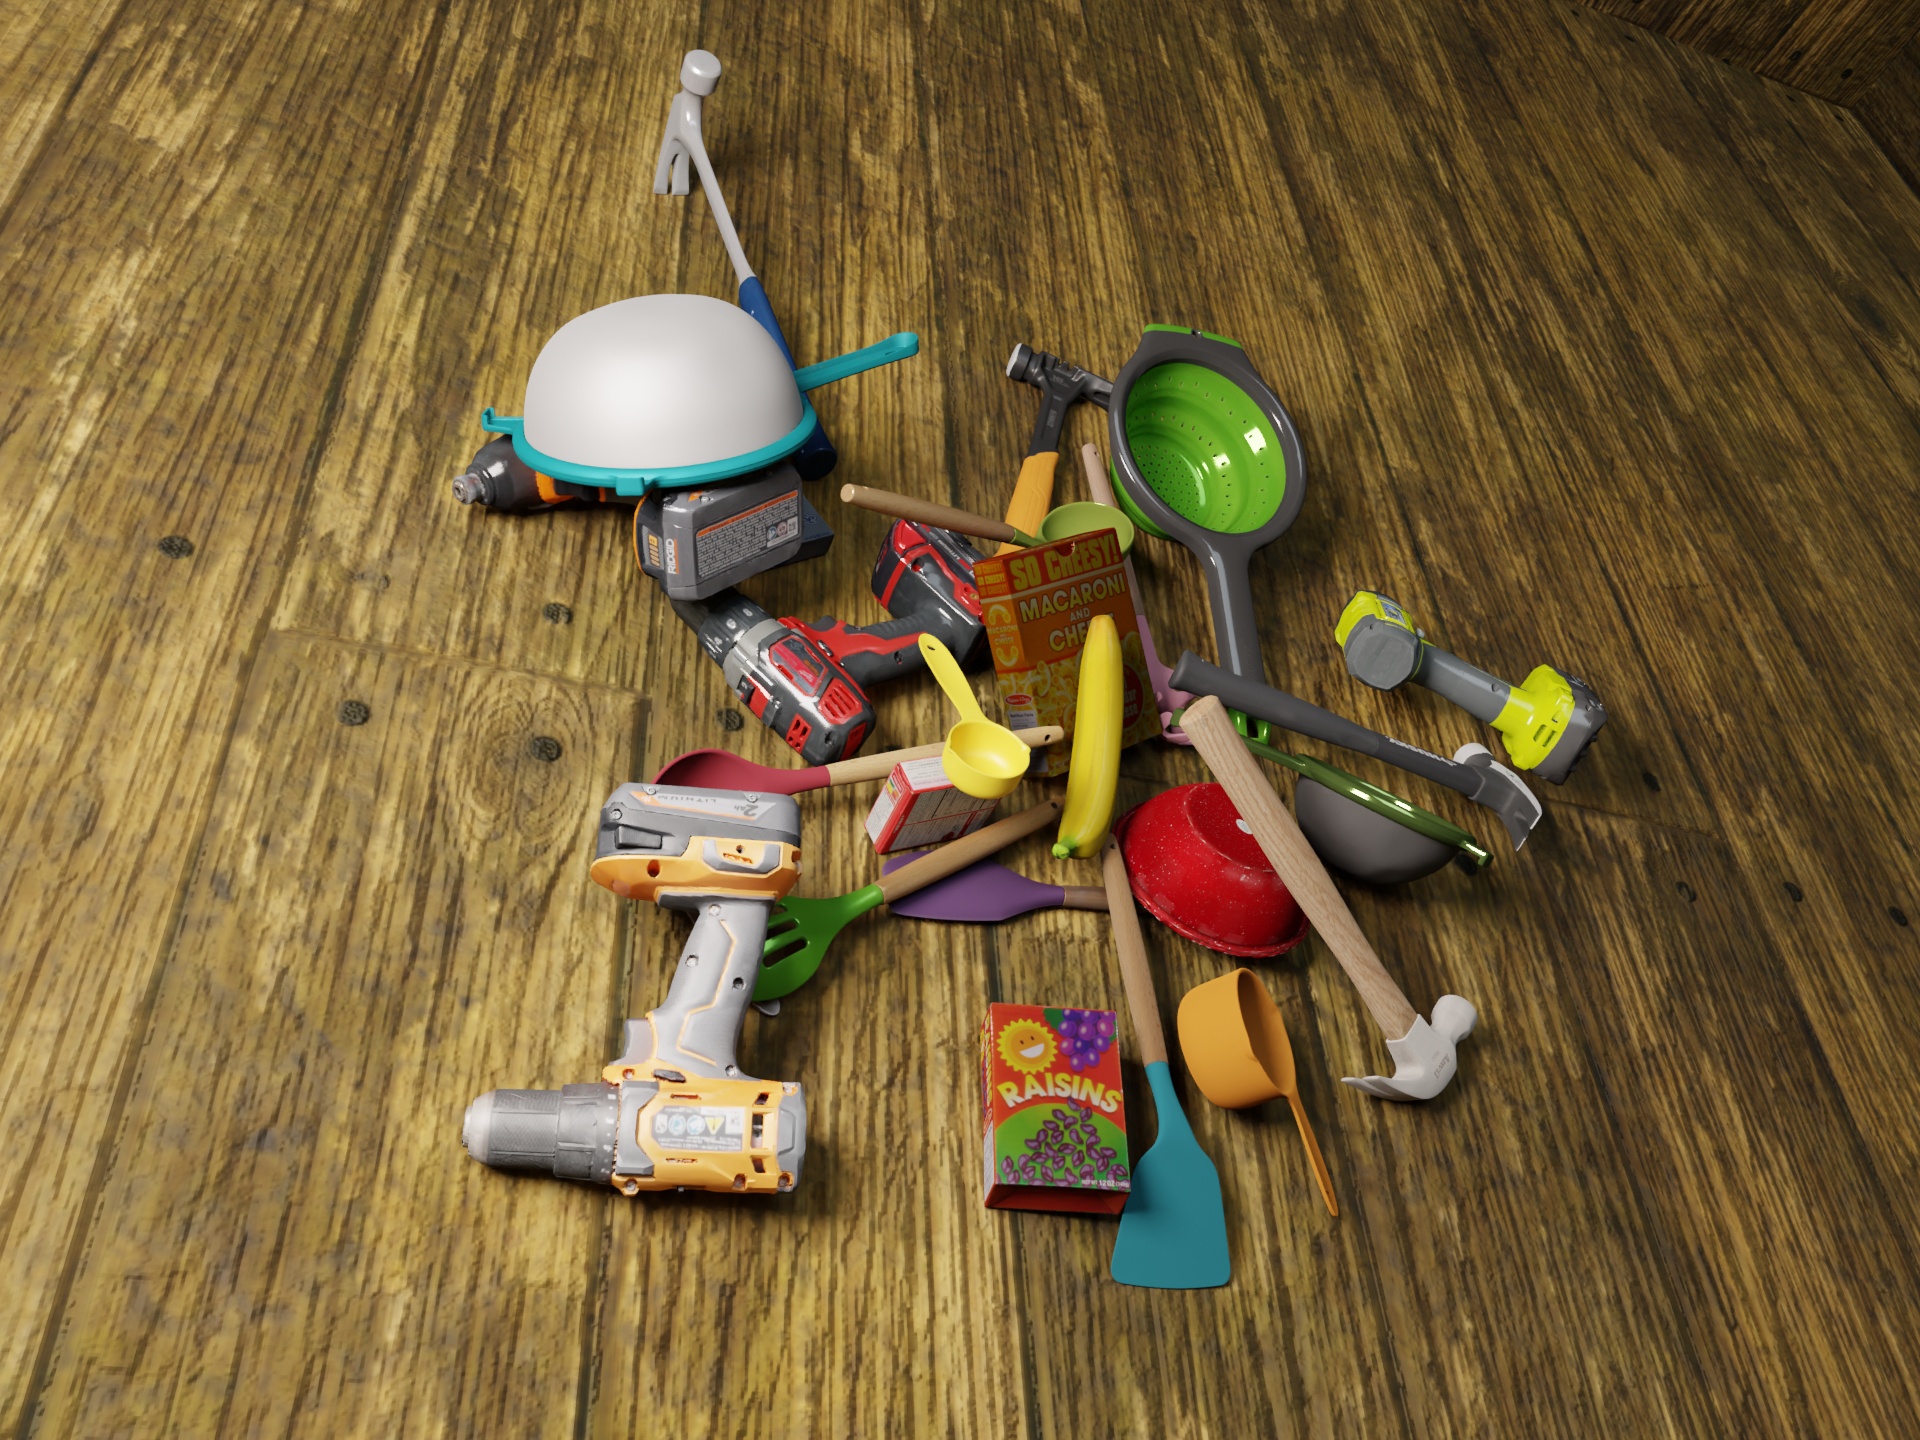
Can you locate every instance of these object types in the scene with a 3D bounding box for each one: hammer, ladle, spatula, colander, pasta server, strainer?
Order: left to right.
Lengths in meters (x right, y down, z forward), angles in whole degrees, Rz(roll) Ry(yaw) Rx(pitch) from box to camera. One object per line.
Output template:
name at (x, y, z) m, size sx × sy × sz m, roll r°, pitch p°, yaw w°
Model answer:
strainer at (-0.161, -0.265, 1.136) m, size 0.340 × 0.095 × 0.211 m, roll -27°, pitch 39°, yaw -35°
hammer at (-0.188, -0.381, 1.380) m, size 0.035 × 0.144 × 0.406 m, roll -9°, pitch 65°, yaw -30°
ladle at (-0.067, 0.033, 1.092) m, size 0.315 × 0.069 × 0.031 m, roll -10°, pitch 21°, yaw -25°
ladle at (0.026, -0.157, 1.214) m, size 0.078 × 0.062 × 0.320 m, roll 40°, pitch 21°, yaw 33°
hammer at (0.075, -0.214, 1.410) m, size 0.127 × 0.034 × 0.337 m, roll 22°, pitch 46°, yaw -6°
spatula at (0.094, 0.125, 1.138) m, size 0.315 × 0.018 × 0.060 m, roll 7°, pitch 46°, yaw -21°
pasta server at (0.147, -0.111, 1.332) m, size 0.060 × 0.040 × 0.317 m, roll 14°, pitch 52°, yaw -38°
spatula at (0.119, 0.212, 1.059) m, size 0.082 × 0.044 × 0.318 m, roll 8°, pitch 49°, yaw -19°
colander at (0.208, -0.152, 1.399) m, size 0.204 × 0.094 × 0.397 m, roll 4°, pitch 68°, yaw -25°
strainer at (0.267, 0.067, 1.220) m, size 0.256 × 0.069 × 0.151 m, roll 23°, pitch 7°, yaw -9°
hammer at (0.251, 0.127, 1.116) m, size 0.130 × 0.031 × 0.331 m, roll -42°, pitch 103°, yaw -41°
hammer at (0.317, 0.015, 1.280) m, size 0.334 × 0.035 × 0.146 m, roll 20°, pitch 21°, yaw -16°

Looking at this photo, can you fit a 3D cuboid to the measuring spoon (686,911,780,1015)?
measuring spoon at (-0.156, 0.139, 1.006) m, size 0.034 × 0.018 × 0.124 m, roll -31°, pitch 77°, yaw -40°

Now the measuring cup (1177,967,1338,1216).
measuring cup at (0.197, 0.254, 1.059) m, size 0.173 × 0.052 × 0.095 m, roll 68°, pitch 22°, yaw 2°

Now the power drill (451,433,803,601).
power drill at (-0.242, -0.163, 1.135) m, size 0.227 × 0.084 × 0.164 m, roll 26°, pitch 40°, yaw 32°

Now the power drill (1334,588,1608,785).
power drill at (0.438, -0.041, 1.399) m, size 0.223 × 0.080 × 0.171 m, roll 27°, pitch 21°, yaw -1°

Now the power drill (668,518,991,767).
power drill at (-0.090, -0.079, 1.184) m, size 0.188 × 0.080 × 0.227 m, roll 44°, pitch 50°, yaw 14°

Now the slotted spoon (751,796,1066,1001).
slotted spoon at (-0.038, 0.105, 1.066) m, size 0.313 × 0.031 × 0.070 m, roll -22°, pitch 68°, yaw -39°

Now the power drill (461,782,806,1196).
power drill at (-0.178, 0.154, 0.908) m, size 0.185 × 0.084 × 0.226 m, roll 5°, pitch 68°, yaw -12°

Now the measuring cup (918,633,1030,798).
measuring cup at (-0.002, -0.004, 1.099) m, size 0.062 × 0.029 × 0.157 m, roll 1°, pitch 39°, yaw -27°
